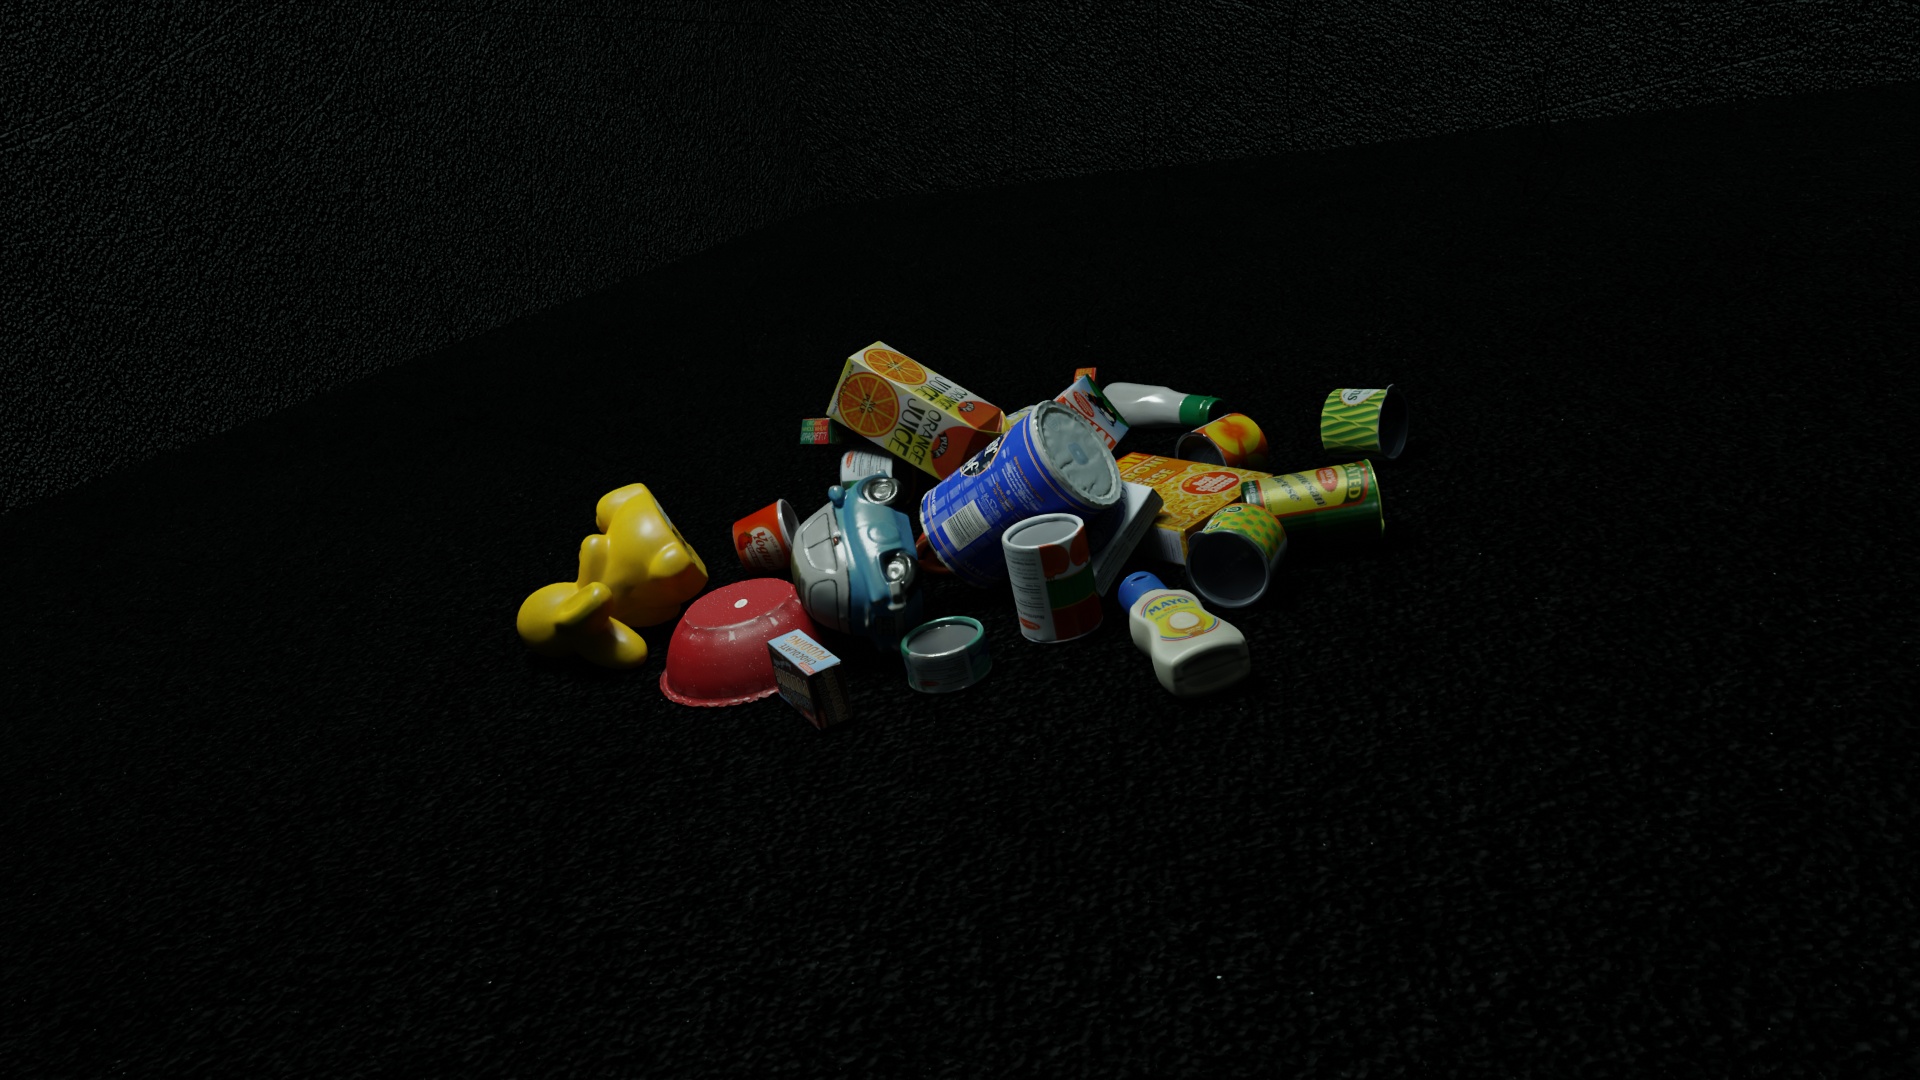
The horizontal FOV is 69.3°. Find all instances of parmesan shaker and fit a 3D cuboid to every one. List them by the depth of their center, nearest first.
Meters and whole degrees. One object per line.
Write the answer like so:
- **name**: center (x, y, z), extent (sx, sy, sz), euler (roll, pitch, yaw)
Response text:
- **parmesan shaker**: center (0.284, -0.023, 1.126), extent (0.103, 0.071, 0.071), euler (-10, 21, 7)

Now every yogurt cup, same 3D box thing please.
- **yogurt cup**: center (-0.184, 0.000, 1.337), extent (0.054, 0.072, 0.072), euler (-19, 21, 6)

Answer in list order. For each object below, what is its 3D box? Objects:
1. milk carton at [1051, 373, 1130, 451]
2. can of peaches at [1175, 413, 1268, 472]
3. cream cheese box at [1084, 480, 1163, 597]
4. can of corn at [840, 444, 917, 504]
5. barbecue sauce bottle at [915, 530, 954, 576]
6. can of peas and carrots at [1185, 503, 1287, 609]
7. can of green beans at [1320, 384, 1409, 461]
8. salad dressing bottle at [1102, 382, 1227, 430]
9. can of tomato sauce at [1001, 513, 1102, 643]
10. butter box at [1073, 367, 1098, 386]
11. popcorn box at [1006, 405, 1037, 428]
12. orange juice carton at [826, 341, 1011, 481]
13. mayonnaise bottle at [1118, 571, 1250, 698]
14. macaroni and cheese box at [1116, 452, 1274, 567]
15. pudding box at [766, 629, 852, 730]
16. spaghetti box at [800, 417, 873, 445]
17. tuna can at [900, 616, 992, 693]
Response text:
- **milk carton**: center (0.099, -0.095, 1.341), extent (0.072, 0.073, 0.191), euler (-38, 3, 25)
- **can of peaches**: center (0.244, -0.077, 1.287), extent (0.058, 0.071, 0.071), euler (-26, 25, -31)
- **cream cheese box**: center (0.122, -0.003, 1.163), extent (0.053, 0.024, 0.104), euler (16, 65, 48)
- **can of corn**: center (-0.083, -0.066, 1.445), extent (0.058, 0.071, 0.071), euler (-3, 23, 23)
- **barbecue sauce bottle**: center (0.005, -0.016, 1.297), extent (0.065, 0.043, 0.149), euler (-10, 21, 18)
- **can of peas and carrots**: center (0.213, 0.010, 1.078), extent (0.071, 0.070, 0.059), euler (-1, 23, 28)
- **can of green beans**: center (0.374, -0.107, 1.285), extent (0.058, 0.071, 0.071), euler (6, 28, 41)
- **salad dressing bottle**: center (0.217, -0.141, 1.491), extent (0.064, 0.043, 0.147), euler (-26, 26, -36)
- **can of tomato sauce**: center (0.074, 0.028, 1.092), extent (0.071, 0.082, 0.071), euler (-11, 22, 5)
- **butter box**: center (0.142, -0.154, 1.552), extent (0.024, 0.053, 0.104), euler (-7, 22, 10)
- **popcorn box**: center (0.063, -0.105, 1.493), extent (0.127, 0.038, 0.085), euler (-27, 27, -33)
- **orange juice carton**: center (-0.030, -0.120, 1.407), extent (0.193, 0.071, 0.073), euler (30, 29, 9)
- **mayonnaise bottle**: center (0.155, 0.064, 1.013), extent (0.065, 0.041, 0.148), euler (-17, 22, -7)
- **macaroni and cheese box**: center (0.177, -0.030, 1.238), extent (0.124, 0.040, 0.166), euler (-28, 27, -33)
- **pudding box**: center (-0.114, 0.105, 1.052), extent (0.030, 0.049, 0.084), euler (-20, 23, -24)
- **spaghetti box**: center (-0.060, -0.123, 1.514), extent (0.251, 0.028, 0.050), euler (-7, 7, -42)
- **tuna can**: center (-0.011, 0.086, 1.064), extent (0.071, 0.032, 0.071), euler (-11, 22, 5)
